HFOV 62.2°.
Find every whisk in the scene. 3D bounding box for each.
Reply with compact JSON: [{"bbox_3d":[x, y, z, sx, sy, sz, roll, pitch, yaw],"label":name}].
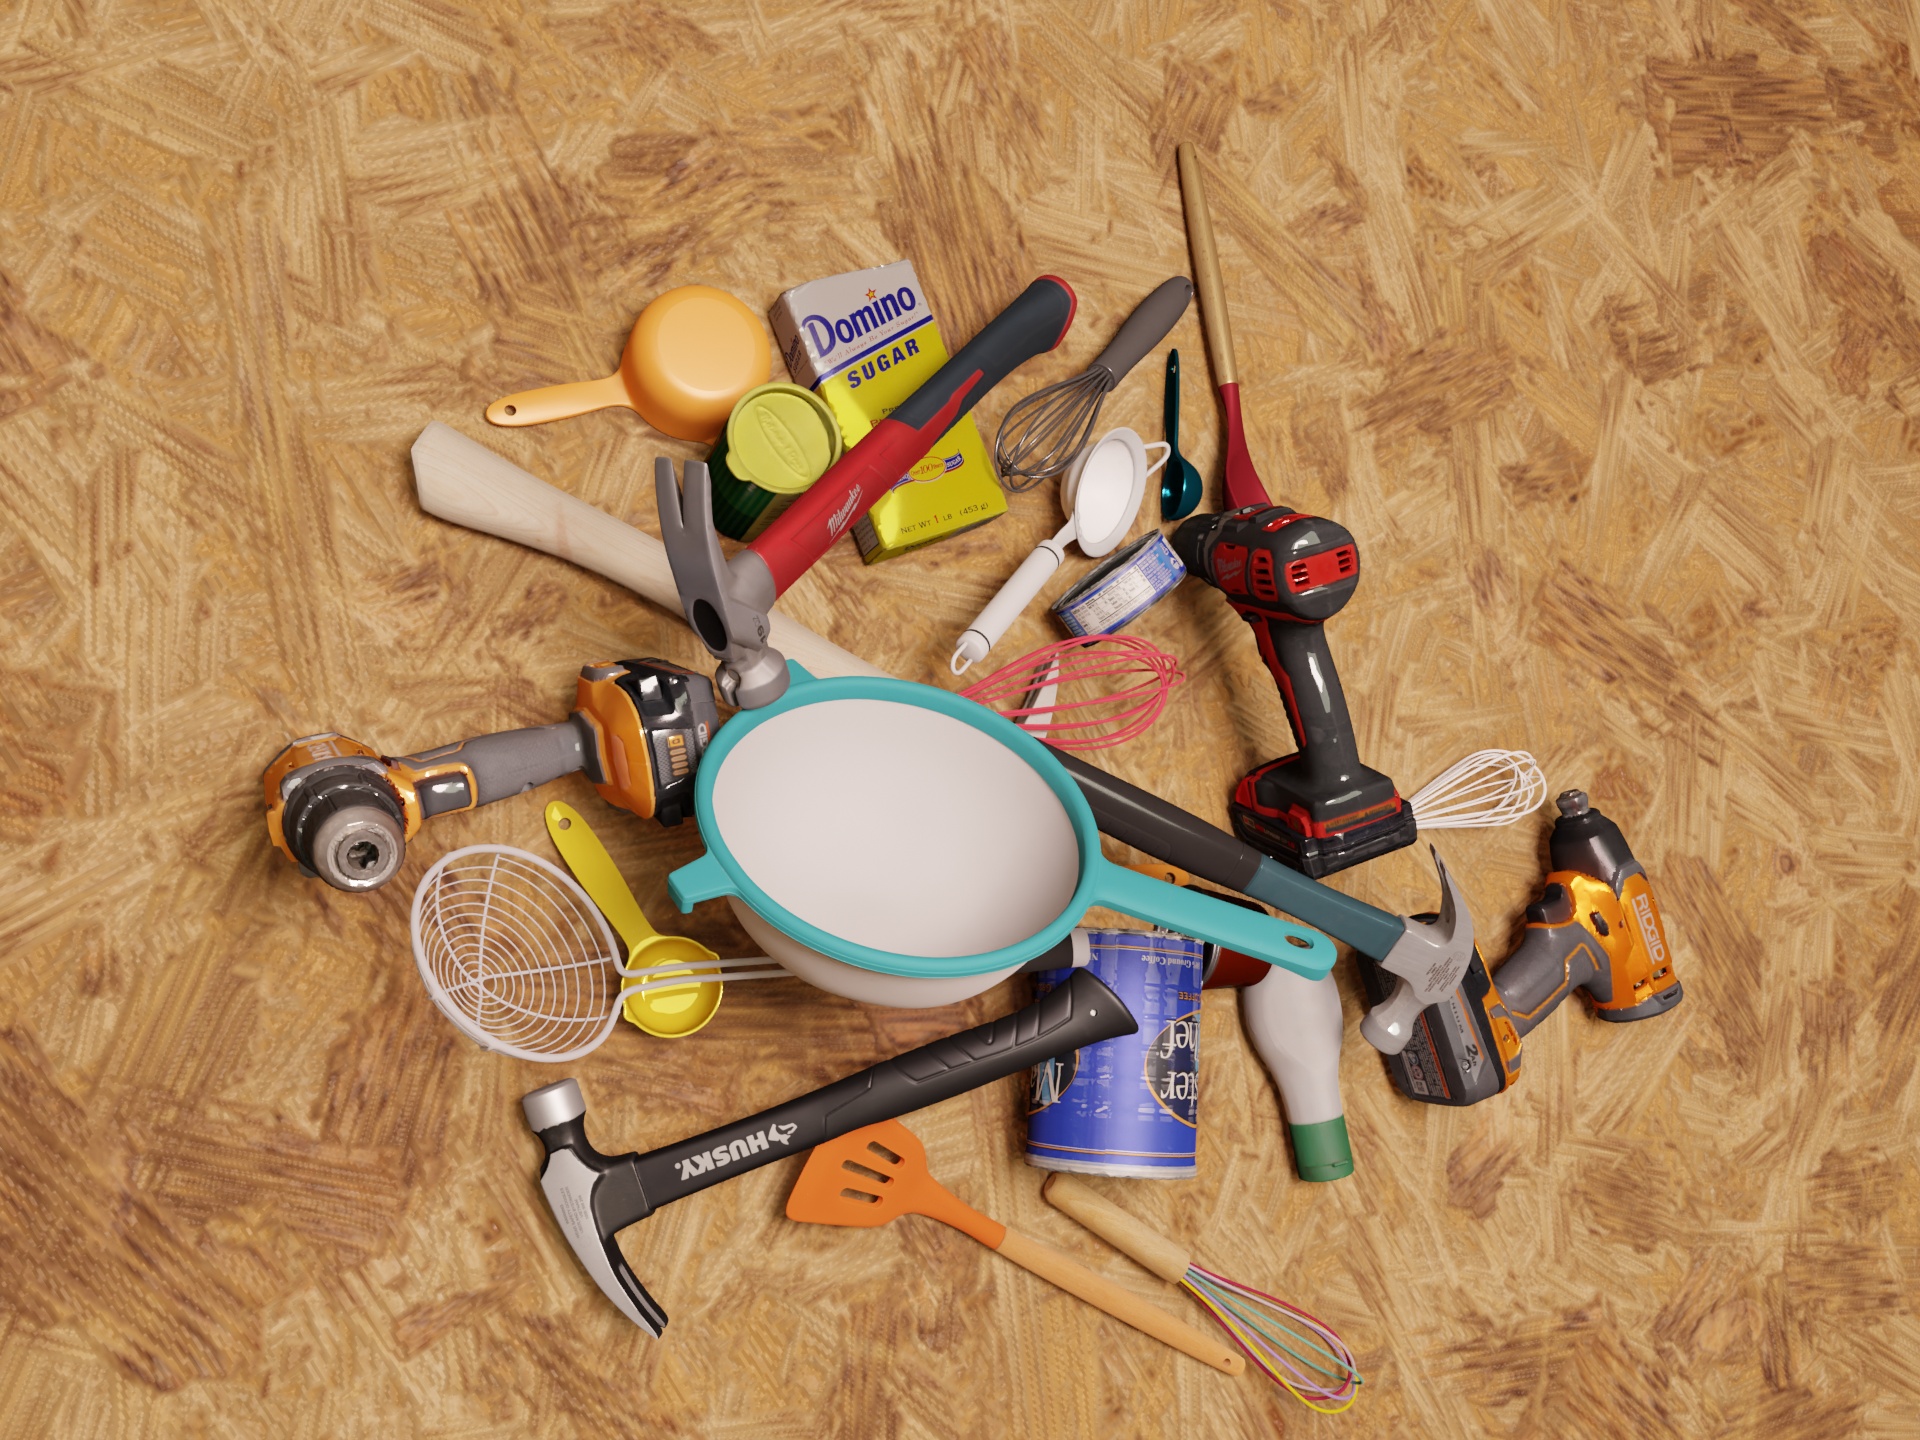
[{"bbox_3d":[0.092,-0.230,1.051,0.055,0.055,0.239,45,58,-8],"label":"whisk"},{"bbox_3d":[0.153,0.355,0.986,0.245,0.051,0.047,35,77,-8],"label":"whisk"},{"bbox_3d":[0.299,0.068,1.091,0.246,0.057,0.059,-16,52,-19],"label":"whisk"},{"bbox_3d":[-0.002,-0.003,0.945,0.295,0.073,0.073,-10,84,-17],"label":"whisk"}]

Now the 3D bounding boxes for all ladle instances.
[{"bbox_3d":[0.183,-0.258,1.108,0.069,0.031,0.315,6,72,-55],"label":"ladle"}]

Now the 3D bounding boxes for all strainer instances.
[{"bbox_3d":[0.021,0.097,0.838,0.340,0.095,0.211,18,38,-2],"label":"strainer"},{"bbox_3d":[0.057,-0.110,1.002,0.258,0.050,0.086,-51,144,-38],"label":"strainer"}]

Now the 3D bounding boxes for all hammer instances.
[{"bbox_3d":[-0.132,-0.069,0.959,0.410,0.038,0.146,30,71,-13],"label":"hammer"},{"bbox_3d":[0.159,0.086,0.942,0.331,0.033,0.128,26,112,-12],"label":"hammer"},{"bbox_3d":[-0.062,0.218,0.878,0.335,0.035,0.146,-20,86,-3],"label":"hammer"},{"bbox_3d":[-0.035,-0.176,0.911,0.386,0.038,0.143,-51,141,-39],"label":"hammer"}]

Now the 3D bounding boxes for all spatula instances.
[{"bbox_3d":[0.045,0.324,0.952,0.322,0.041,0.081,32,84,-14],"label":"spatula"}]

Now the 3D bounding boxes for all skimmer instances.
[{"bbox_3d":[-0.103,0.118,0.862,0.363,0.090,0.127,-2,49,-10],"label":"skimmer"}]

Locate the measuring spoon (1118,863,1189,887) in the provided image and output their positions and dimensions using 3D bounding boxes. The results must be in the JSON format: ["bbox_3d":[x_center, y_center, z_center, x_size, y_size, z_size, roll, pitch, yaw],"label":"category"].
[{"bbox_3d":[0.097,0.104,1.024,0.117,0.011,0.021,-1,81,-20],"label":"measuring spoon"}]

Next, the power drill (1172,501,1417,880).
[{"bbox_3d":[0.202,-0.030,1.019,0.080,0.188,0.226,-18,105,-12],"label":"power drill"}]

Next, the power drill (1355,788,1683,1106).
[{"bbox_3d":[0.383,0.151,1.082,0.226,0.084,0.164,-19,91,-26],"label":"power drill"}]

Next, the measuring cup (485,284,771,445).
[{"bbox_3d":[-0.195,-0.207,0.949,0.173,0.052,0.095,-18,87,-24],"label":"measuring cup"}]

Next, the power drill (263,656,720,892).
[{"bbox_3d":[-0.238,0.030,0.824,0.226,0.185,0.084,-13,104,-24],"label":"power drill"}]

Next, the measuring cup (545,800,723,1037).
[{"bbox_3d":[-0.192,0.113,0.915,0.062,0.029,0.156,-33,81,-13],"label":"measuring cup"}]

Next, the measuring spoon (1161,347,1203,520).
[{"bbox_3d":[0.153,-0.196,1.085,0.021,0.042,0.129,6,71,-13],"label":"measuring spoon"}]
